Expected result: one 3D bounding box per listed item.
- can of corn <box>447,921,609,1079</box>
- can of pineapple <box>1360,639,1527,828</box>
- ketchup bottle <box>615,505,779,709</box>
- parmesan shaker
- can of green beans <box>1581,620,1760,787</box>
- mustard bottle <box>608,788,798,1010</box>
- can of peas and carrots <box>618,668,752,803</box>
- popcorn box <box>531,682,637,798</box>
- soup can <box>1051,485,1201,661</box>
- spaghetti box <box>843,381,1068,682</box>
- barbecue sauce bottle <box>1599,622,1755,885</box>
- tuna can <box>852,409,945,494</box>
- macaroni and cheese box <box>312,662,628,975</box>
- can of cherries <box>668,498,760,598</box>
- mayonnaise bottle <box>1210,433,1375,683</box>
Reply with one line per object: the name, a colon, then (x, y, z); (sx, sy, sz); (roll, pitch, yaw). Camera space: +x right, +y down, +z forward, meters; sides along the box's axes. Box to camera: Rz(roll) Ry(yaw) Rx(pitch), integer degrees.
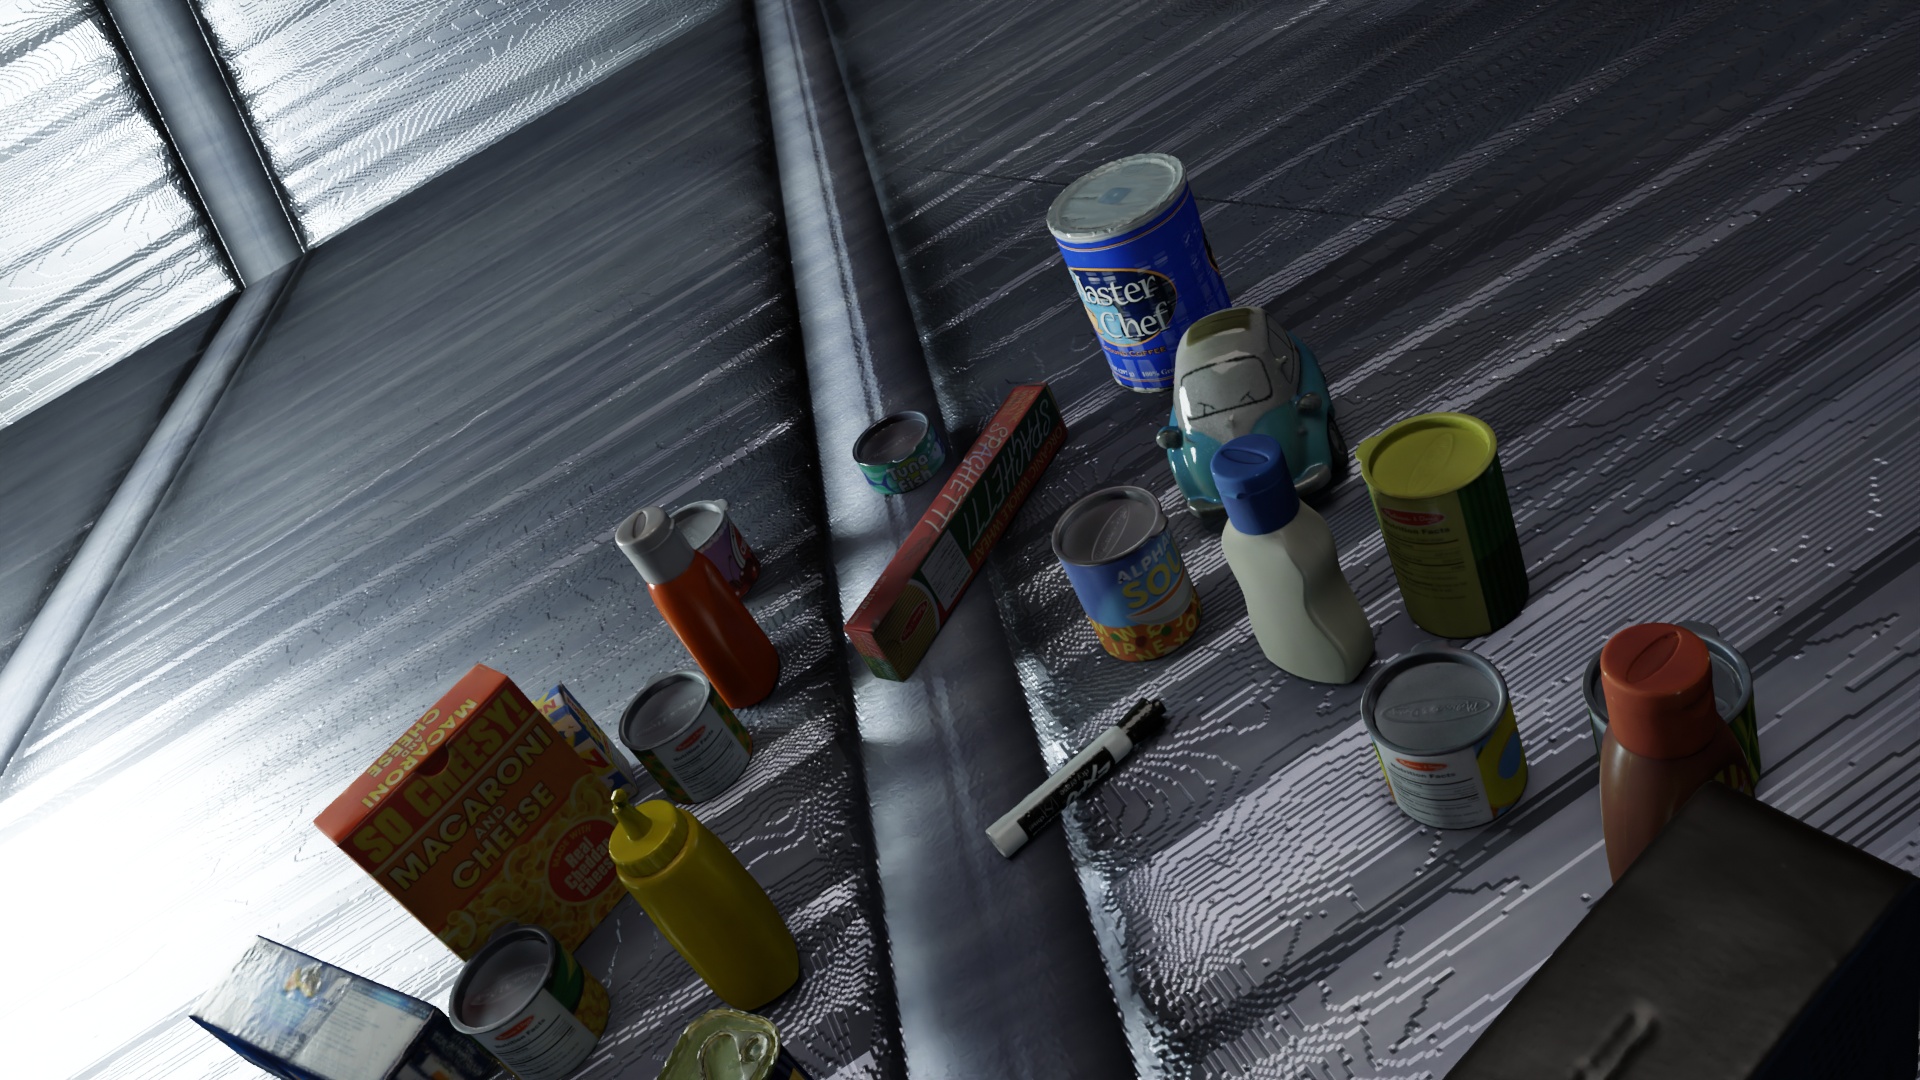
can of corn: (-0.239, 0.256, 0.773); (0.071, 0.058, 0.071); (-19, 36, 14)
can of pineapple: (0.231, 0.092, 0.659); (0.071, 0.057, 0.071); (-18, 36, 14)
ketchup bottle: (-0.173, 0.042, 0.918); (0.043, 0.148, 0.065); (-22, 35, 9)
parmesan shaker: (0.253, -0.008, 0.730); (0.071, 0.102, 0.072); (-19, 36, 14)
can of green beans: (0.315, 0.081, 0.615); (0.071, 0.057, 0.071); (-18, 36, 14)
mustard bottle: (-0.139, 0.178, 0.715); (0.049, 0.159, 0.065); (-33, 35, -5)
can of peas and carrots: (-0.177, 0.125, 0.895); (0.071, 0.058, 0.071); (-19, 36, 14)
popcorn box: (-0.287, 0.163, 0.899); (0.127, 0.085, 0.038); (-34, 35, -8)
soup can: (0.101, 0.020, 0.815); (0.071, 0.083, 0.072); (-19, 36, 14)
spaghetti box: (0.003, -0.012, 0.952); (0.028, 0.050, 0.251); (4, 46, 38)
barbecue sauce bottle: (0.279, 0.095, 0.544); (0.065, 0.148, 0.044); (-39, 36, -14)
tuna can: (-0.046, -0.067, 1.070); (0.071, 0.032, 0.071); (-18, 36, 14)
macaroni and cheese box: (-0.265, 0.172, 0.803); (0.040, 0.165, 0.124); (13, 52, 44)
can of cherries: (-0.191, 0.011, 1.048); (0.071, 0.058, 0.072); (-19, 36, 14)
mayonnaise bottle: (0.169, 0.011, 0.724); (0.065, 0.147, 0.041); (17, 55, 46)
